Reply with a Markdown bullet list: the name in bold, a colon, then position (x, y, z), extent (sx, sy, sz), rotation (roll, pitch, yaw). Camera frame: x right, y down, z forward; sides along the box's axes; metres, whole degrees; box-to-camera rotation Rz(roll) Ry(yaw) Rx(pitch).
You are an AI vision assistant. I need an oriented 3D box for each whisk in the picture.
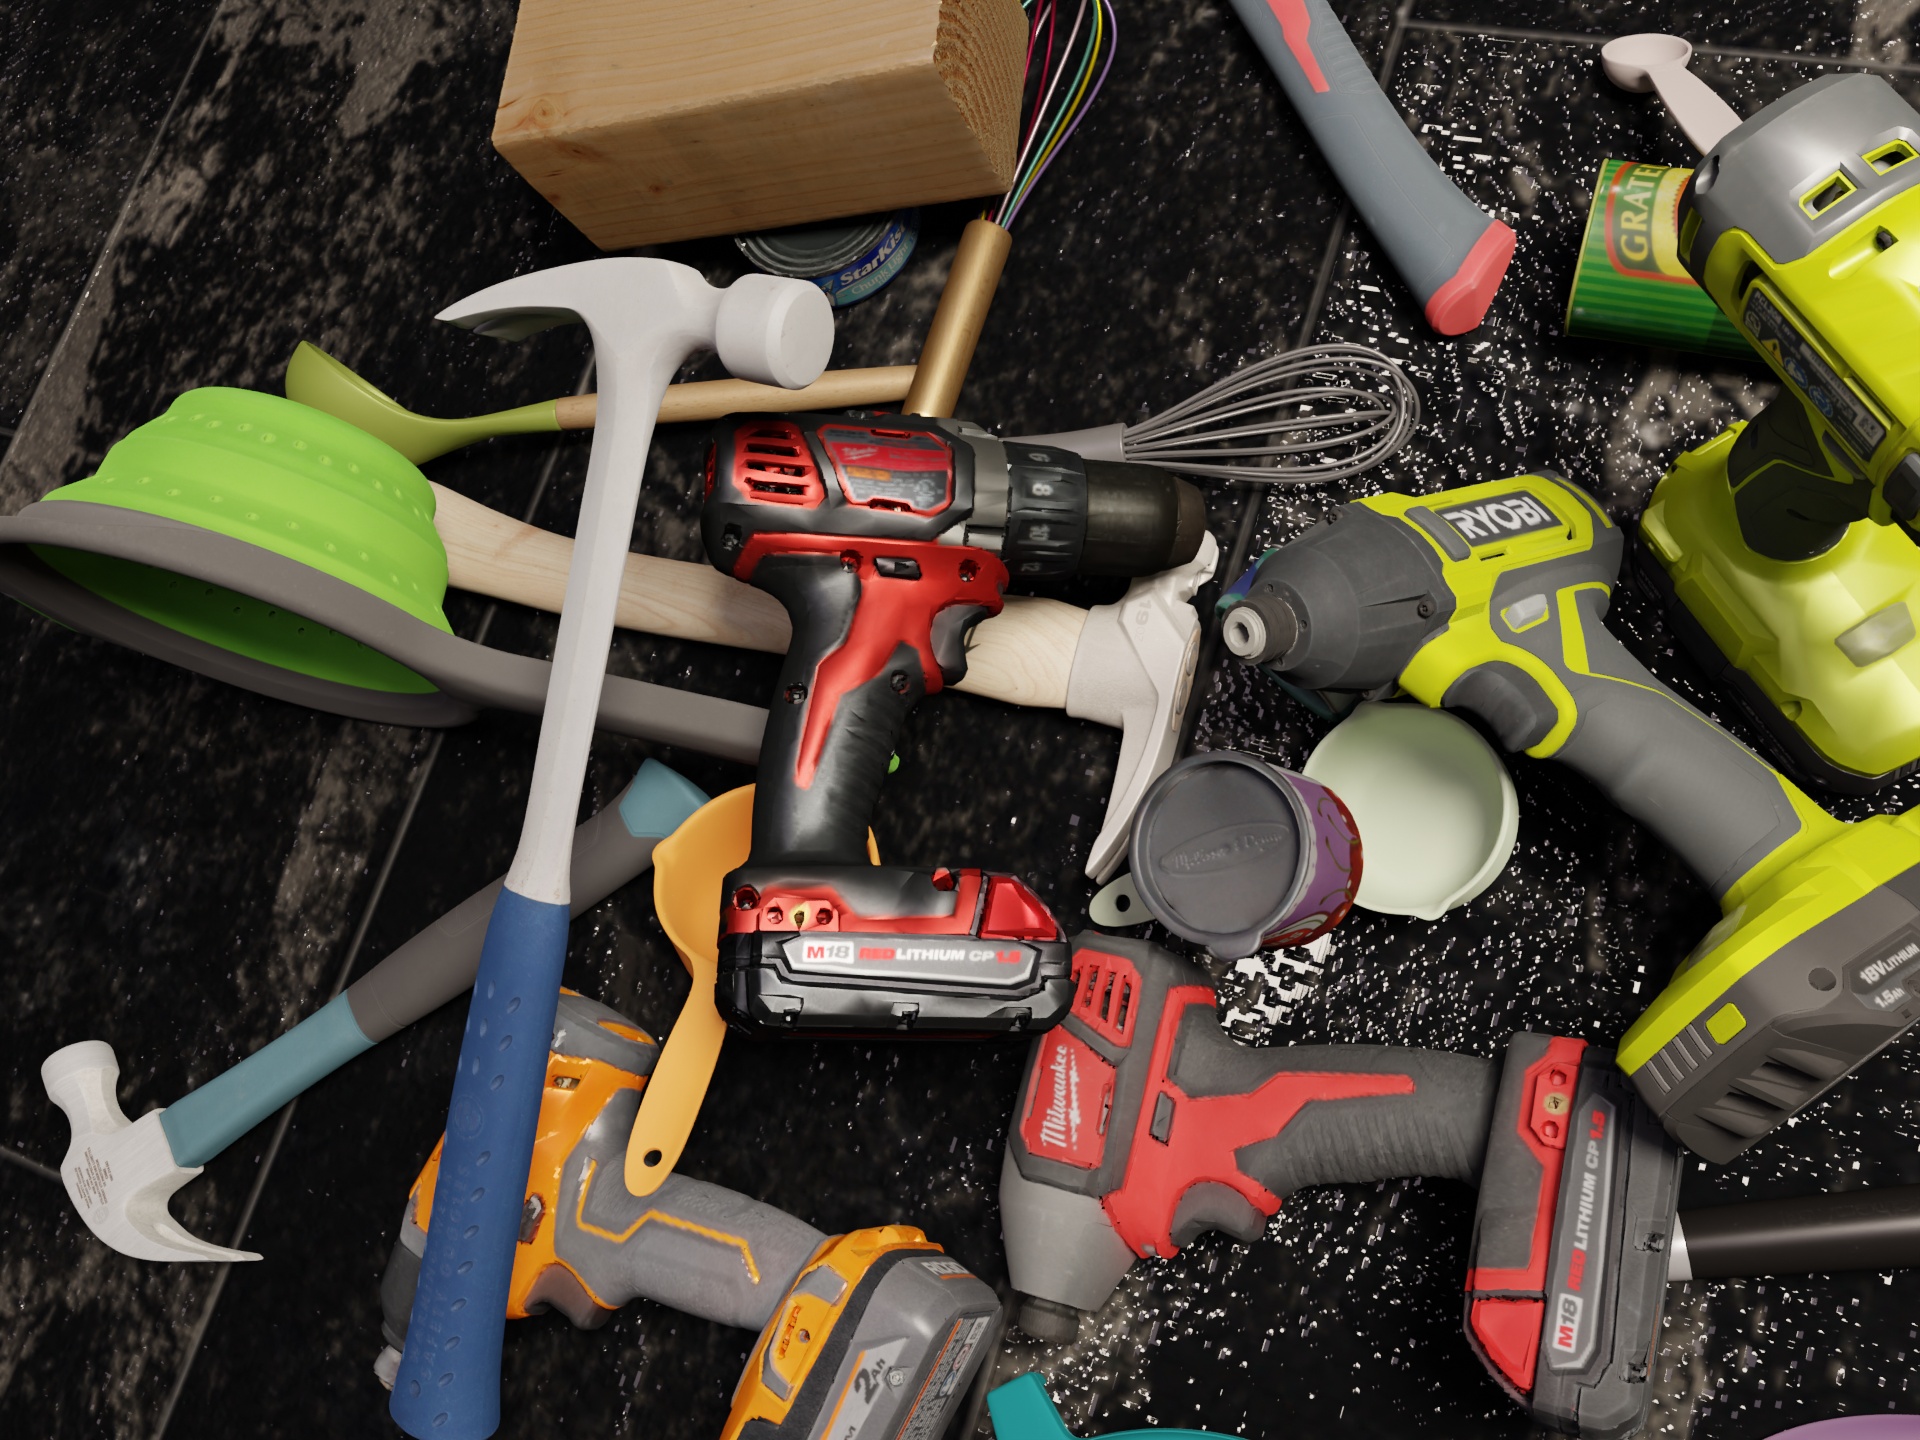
- **whisk**: position (0.016, -0.237, 0.706), extent (0.051, 0.047, 0.245), rotation (13, 76, 21)
- **whisk**: position (0.067, -0.114, 0.659), extent (0.239, 0.055, 0.055), rotation (-6, 72, 18)

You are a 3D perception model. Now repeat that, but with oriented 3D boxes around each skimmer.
- **skimmer**: position (0.388, 0.115, 0.457), extent (0.363, 0.090, 0.127), rotation (-13, 34, 19)

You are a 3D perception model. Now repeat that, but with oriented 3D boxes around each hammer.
- **hammer**: position (-0.103, -0.041, 0.692), extent (0.411, 0.038, 0.146), rotation (11, 78, 20)
- **hammer**: position (0.121, -0.323, 0.710), extent (0.143, 0.038, 0.387), rotation (-26, 68, 9)
- **hammer**: position (-0.146, 0.046, 0.542), extent (0.144, 0.035, 0.405), rotation (15, 97, 28)
- **hammer**: position (-0.247, 0.118, 0.687), extent (0.331, 0.033, 0.128), rotation (-34, 67, 4)

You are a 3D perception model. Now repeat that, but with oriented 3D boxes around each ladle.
- **ladle**: position (-0.159, -0.155, 0.734), extent (0.320, 0.078, 0.062), rotation (-3, 82, 9)

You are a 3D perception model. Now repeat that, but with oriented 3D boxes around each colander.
- **colander**: position (-0.209, -0.057, 0.653), extent (0.397, 0.204, 0.094), rotation (12, 74, 9)

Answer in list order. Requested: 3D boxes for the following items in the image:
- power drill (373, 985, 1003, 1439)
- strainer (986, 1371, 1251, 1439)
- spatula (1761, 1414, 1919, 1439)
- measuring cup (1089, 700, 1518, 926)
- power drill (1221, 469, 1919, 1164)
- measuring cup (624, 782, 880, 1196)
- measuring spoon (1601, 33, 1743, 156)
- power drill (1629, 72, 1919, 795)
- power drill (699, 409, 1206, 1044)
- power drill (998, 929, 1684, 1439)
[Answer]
- **power drill**: position (-0.117, 0.219, 0.594), extent (0.227, 0.084, 0.164), rotation (26, 83, 26)
- **strainer**: position (0.058, 0.389, 0.482), extent (0.211, 0.095, 0.340), rotation (16, 81, 23)
- **spatula**: position (0.359, 0.201, 0.490), extent (0.316, 0.018, 0.060), rotation (-32, 61, 6)
- **measuring cup**: position (0.128, 0.049, 0.602), extent (0.167, 0.038, 0.083), rotation (-23, 69, 27)
- **power drill**: position (0.197, 0.015, 0.498), extent (0.171, 0.080, 0.223), rotation (-15, 55, -35)
- **measuring cup**: position (-0.083, 0.106, 0.604), extent (0.095, 0.052, 0.174), rotation (9, 55, 15)
- **measuring spoon**: position (0.282, -0.237, 0.622), extent (0.034, 0.018, 0.124), rotation (-7, 44, 5)
- **power drill**: position (0.284, -0.057, 0.476), extent (0.080, 0.228, 0.191), rotation (-31, 68, 6)
- **power drill**: position (-0.001, -0.002, 0.568), extent (0.188, 0.080, 0.227), rotation (3, 74, -11)
- **power drill**: position (0.117, 0.158, 0.534), extent (0.220, 0.078, 0.143), rotation (7, 71, 28)
